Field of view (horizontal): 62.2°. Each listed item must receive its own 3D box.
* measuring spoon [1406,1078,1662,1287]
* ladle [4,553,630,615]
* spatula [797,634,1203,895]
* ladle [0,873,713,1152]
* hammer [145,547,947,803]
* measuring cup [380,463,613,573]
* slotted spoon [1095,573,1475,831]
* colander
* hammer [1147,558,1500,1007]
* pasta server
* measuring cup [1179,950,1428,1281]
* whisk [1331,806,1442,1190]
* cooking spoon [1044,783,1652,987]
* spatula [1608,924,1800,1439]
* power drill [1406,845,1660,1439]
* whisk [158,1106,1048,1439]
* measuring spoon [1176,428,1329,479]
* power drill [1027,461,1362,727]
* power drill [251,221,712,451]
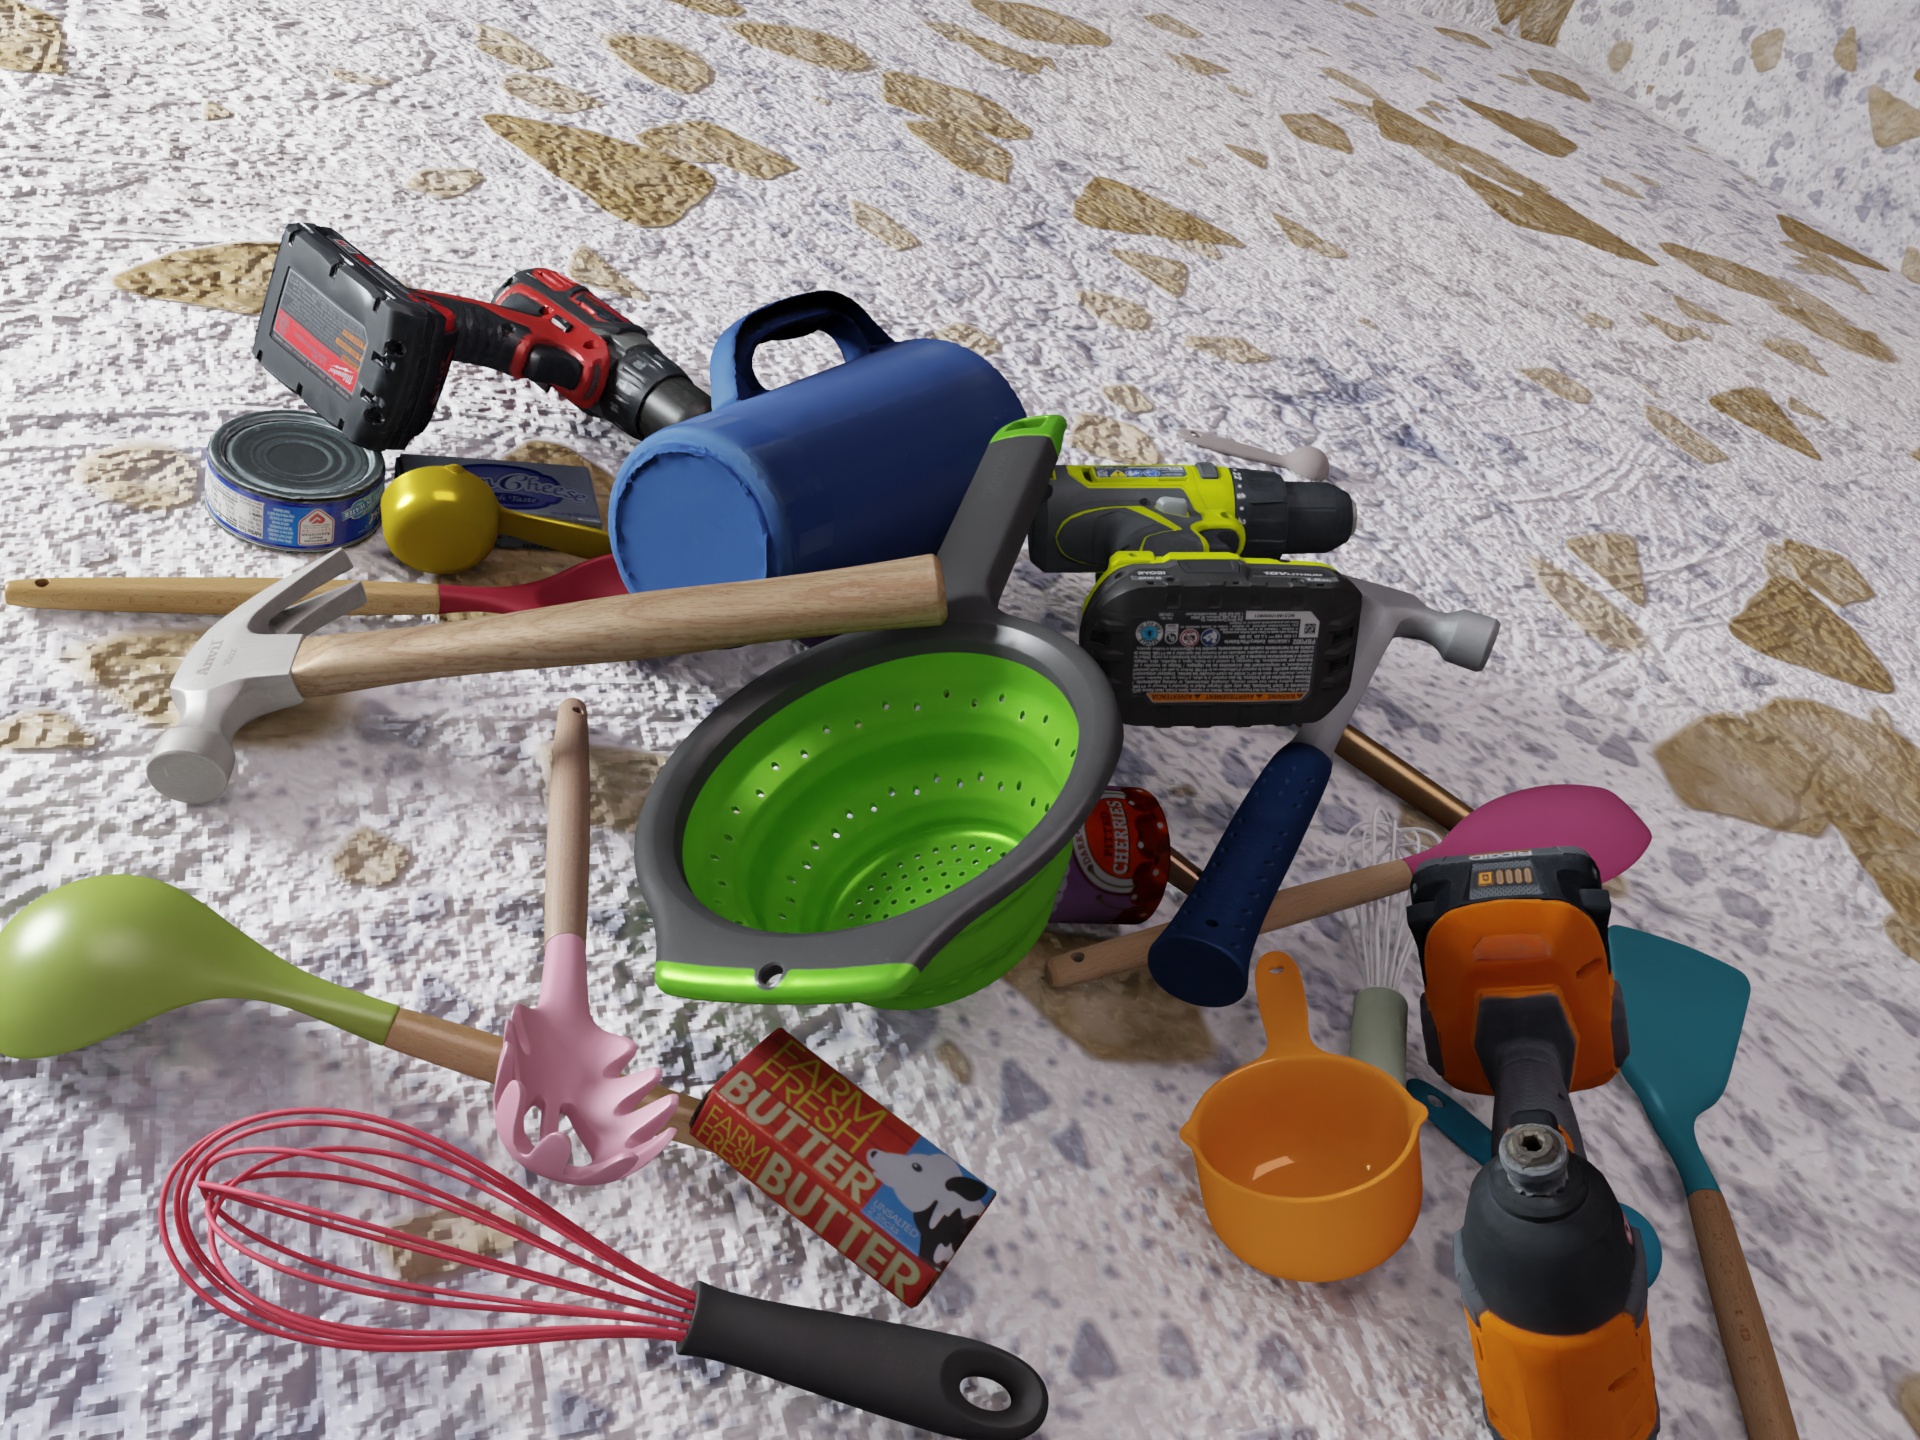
[{"bbox_3d":[0.254,0.198,0.702,0.129,0.021,0.042,39,40,24],"label":"measuring spoon"},{"bbox_3d":[-0.279,-0.059,0.769,0.315,0.031,0.069,-1,43,-24],"label":"ladle"},{"bbox_3d":[0.007,0.002,0.835,0.316,0.018,0.060,36,40,21],"label":"spatula"},{"bbox_3d":[-0.183,0.128,0.575,0.320,0.062,0.078,21,24,-12],"label":"ladle"},{"bbox_3d":[-0.171,-0.038,0.691,0.331,0.031,0.130,-7,42,0],"label":"hammer"},{"bbox_3d":[-0.219,-0.089,0.824,0.156,0.062,0.029,12,46,-29],"label":"measuring cup"},{"bbox_3d":[0.204,0.000,0.927,0.314,0.031,0.070,36,39,17],"label":"slotted spoon"},{"bbox_3d":[-0.001,-0.002,0.720,0.204,0.094,0.397,-3,40,24],"label":"colander"},{"bbox_3d":[0.174,0.013,0.815,0.144,0.035,0.405,21,33,16],"label":"hammer"},{"bbox_3d":[-0.150,0.067,0.620,0.060,0.040,0.317,24,22,-24],"label":"pasta server"},{"bbox_3d":[0.141,0.161,0.665,0.095,0.052,0.174,-8,22,9],"label":"measuring cup"},{"bbox_3d":[0.198,0.128,0.749,0.058,0.059,0.246,-11,33,25],"label":"whisk"},{"bbox_3d":[0.189,0.079,0.755,0.319,0.017,0.069,-13,43,-15],"label":"cooking spoon"},{"bbox_3d":[0.336,0.223,0.692,0.082,0.044,0.318,21,37,-6],"label":"spatula"},{"bbox_3d":[0.223,0.152,0.621,0.084,0.164,0.227,-7,35,18],"label":"power drill"},{"bbox_3d":[-0.107,0.188,0.516,0.295,0.073,0.073,20,36,-12],"label":"whisk"},{"bbox_3d":[0.224,-0.208,1.204,0.124,0.018,0.034,12,38,-10],"label":"measuring spoon"},{"bbox_3d":[0.138,-0.082,0.862,0.190,0.080,0.229,0,27,-2],"label":"power drill"},{"bbox_3d":[-0.249,-0.199,0.894,0.188,0.080,0.226,38,25,23],"label":"power drill"}]
